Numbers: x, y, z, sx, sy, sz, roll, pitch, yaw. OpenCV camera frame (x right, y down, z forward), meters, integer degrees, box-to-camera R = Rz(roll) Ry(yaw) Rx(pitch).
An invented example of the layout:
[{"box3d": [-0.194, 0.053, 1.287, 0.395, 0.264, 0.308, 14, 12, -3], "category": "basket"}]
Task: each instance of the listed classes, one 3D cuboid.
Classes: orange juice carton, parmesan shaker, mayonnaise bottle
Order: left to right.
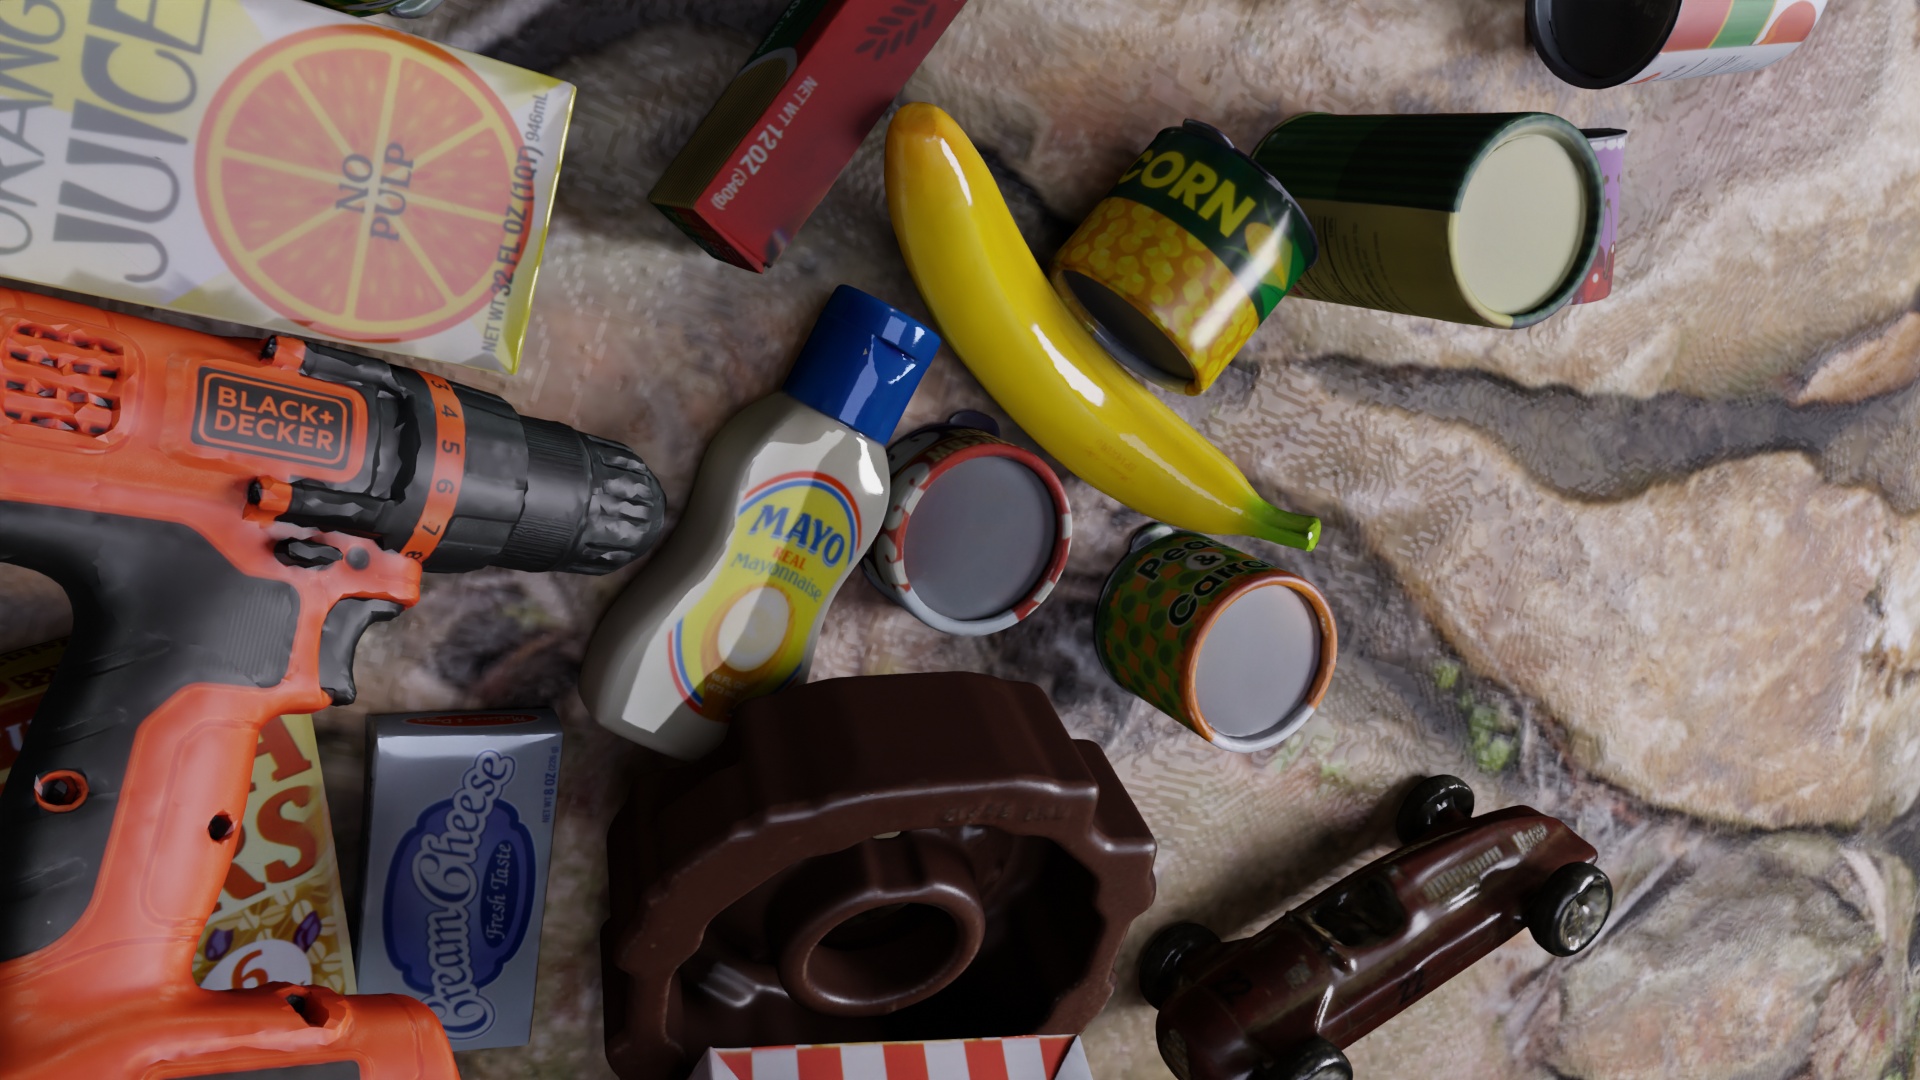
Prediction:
[{"box3d": [-0.194, -0.094, 0.308, 0.193, 0.073, 0.071, 10, 100, -28], "category": "orange juice carton"}, {"box3d": [-0.056, -0.005, 0.422, 0.065, 0.041, 0.148, 27, 92, -31], "category": "mayonnaise bottle"}, {"box3d": [0.151, -0.107, 0.462, 0.071, 0.103, 0.071, -8, 108, -25], "category": "parmesan shaker"}]

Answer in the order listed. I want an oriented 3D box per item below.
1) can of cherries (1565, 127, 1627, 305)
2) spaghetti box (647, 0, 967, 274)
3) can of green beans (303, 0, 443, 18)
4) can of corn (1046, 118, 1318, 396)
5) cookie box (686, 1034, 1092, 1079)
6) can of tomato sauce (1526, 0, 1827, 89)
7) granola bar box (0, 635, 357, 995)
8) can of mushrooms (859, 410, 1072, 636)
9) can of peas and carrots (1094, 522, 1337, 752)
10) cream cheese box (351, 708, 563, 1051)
[{"box3d": [0.206, -0.119, 0.509, 0.072, 0.071, 0.058, -12, 110, -24], "category": "can of cherries"}, {"box3d": [0.000, -0.185, 0.394, 0.028, 0.050, 0.250, 38, 86, -31], "category": "spaghetti box"}, {"box3d": [-0.147, -0.158, 0.322, 0.071, 0.058, 0.071, -8, 108, -25], "category": "can of green beans"}, {"box3d": [0.069, -0.090, 0.446, 0.058, 0.071, 0.071, -50, 120, -5], "category": "can of corn"}, {"box3d": [-0.047, 0.215, 0.446, 0.123, 0.040, 0.166, 9, 132, -28], "category": "cookie box"}, {"box3d": [0.266, -0.206, 0.513, 0.083, 0.071, 0.071, -13, 110, -24], "category": "can of tomato sauce"}, {"box3d": [-0.232, 0.095, 0.322, 0.166, 0.039, 0.123, -23, 116, -50], "category": "granola bar box"}, {"box3d": [0.002, -0.006, 0.456, 0.071, 0.033, 0.070, -8, 108, -24], "category": "can of mushrooms"}, {"box3d": [0.091, 0.033, 0.497, 0.071, 0.059, 0.070, -8, 108, -25], "category": "can of peas and carrots"}, {"box3d": [-0.151, 0.101, 0.414, 0.053, 0.024, 0.103, 3, 103, -26], "category": "cream cheese box"}]
